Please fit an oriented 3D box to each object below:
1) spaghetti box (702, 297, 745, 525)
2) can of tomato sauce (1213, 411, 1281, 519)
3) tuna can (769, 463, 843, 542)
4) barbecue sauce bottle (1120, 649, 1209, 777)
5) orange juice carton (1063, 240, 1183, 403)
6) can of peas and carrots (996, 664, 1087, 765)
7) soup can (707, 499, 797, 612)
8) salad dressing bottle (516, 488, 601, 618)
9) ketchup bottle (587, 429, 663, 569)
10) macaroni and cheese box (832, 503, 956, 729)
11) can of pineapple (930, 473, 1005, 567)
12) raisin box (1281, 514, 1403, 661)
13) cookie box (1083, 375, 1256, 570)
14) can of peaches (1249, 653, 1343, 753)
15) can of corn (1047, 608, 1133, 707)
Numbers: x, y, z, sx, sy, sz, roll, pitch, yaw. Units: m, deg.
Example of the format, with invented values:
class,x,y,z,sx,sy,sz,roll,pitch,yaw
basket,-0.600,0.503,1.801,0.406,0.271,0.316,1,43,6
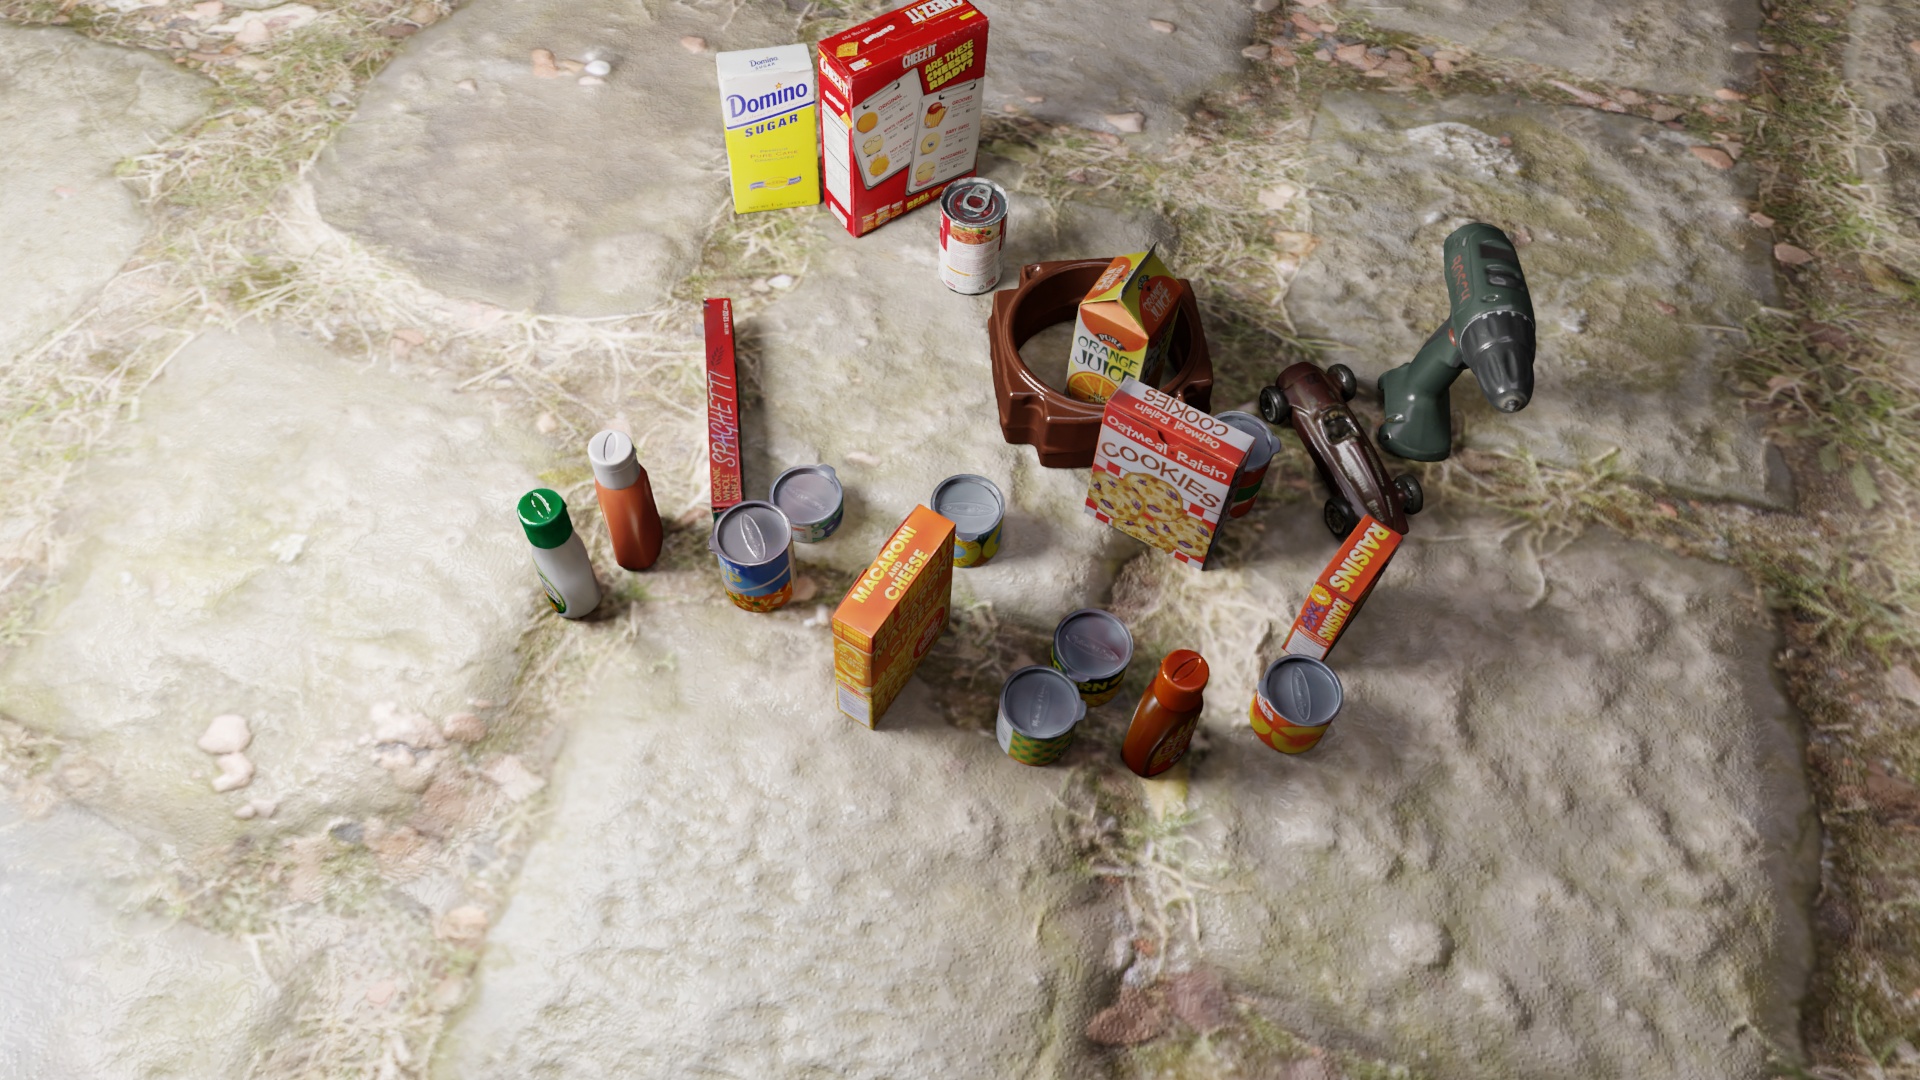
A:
class,x,y,z,sx,sy,sz,roll,pitch,yaw
spaghetti box,-0.222,-0.118,1.301,0.029,0.050,0.251,-5,58,-6
can of tomato sauce,0.249,-0.068,1.274,0.071,0.082,0.071,1,58,-2
tuna can,-0.138,-0.035,1.263,0.071,0.032,0.071,1,58,-2
barbecue sauce bottle,0.165,0.135,1.102,0.065,0.147,0.044,-34,65,-22
orange juice carton,0.151,-0.189,1.281,0.073,0.191,0.072,29,61,14
can of peas and carrots,0.066,0.145,1.143,0.071,0.058,0.071,1,58,-2
soup can,-0.179,0.015,1.198,0.071,0.083,0.071,1,58,-2
salad dressing bottle,-0.334,0.011,1.155,0.044,0.147,0.064,-29,63,-19
ketchup bottle,-0.286,-0.037,1.188,0.043,0.148,0.065,1,58,-2
macaroni and cheese box,-0.054,0.064,1.125,0.040,0.165,0.124,28,61,14
can of pineapple,0.004,-0.016,1.243,0.071,0.057,0.071,1,58,-2
raisin box,0.324,0.046,1.182,0.040,0.122,0.086,35,63,18
cookie box,0.178,-0.055,1.212,0.123,0.166,0.040,28,61,14
can of peaches,0.277,0.137,1.160,0.071,0.057,0.071,1,58,-2
can of corn,0.107,0.102,1.173,0.071,0.058,0.071,1,58,-2
